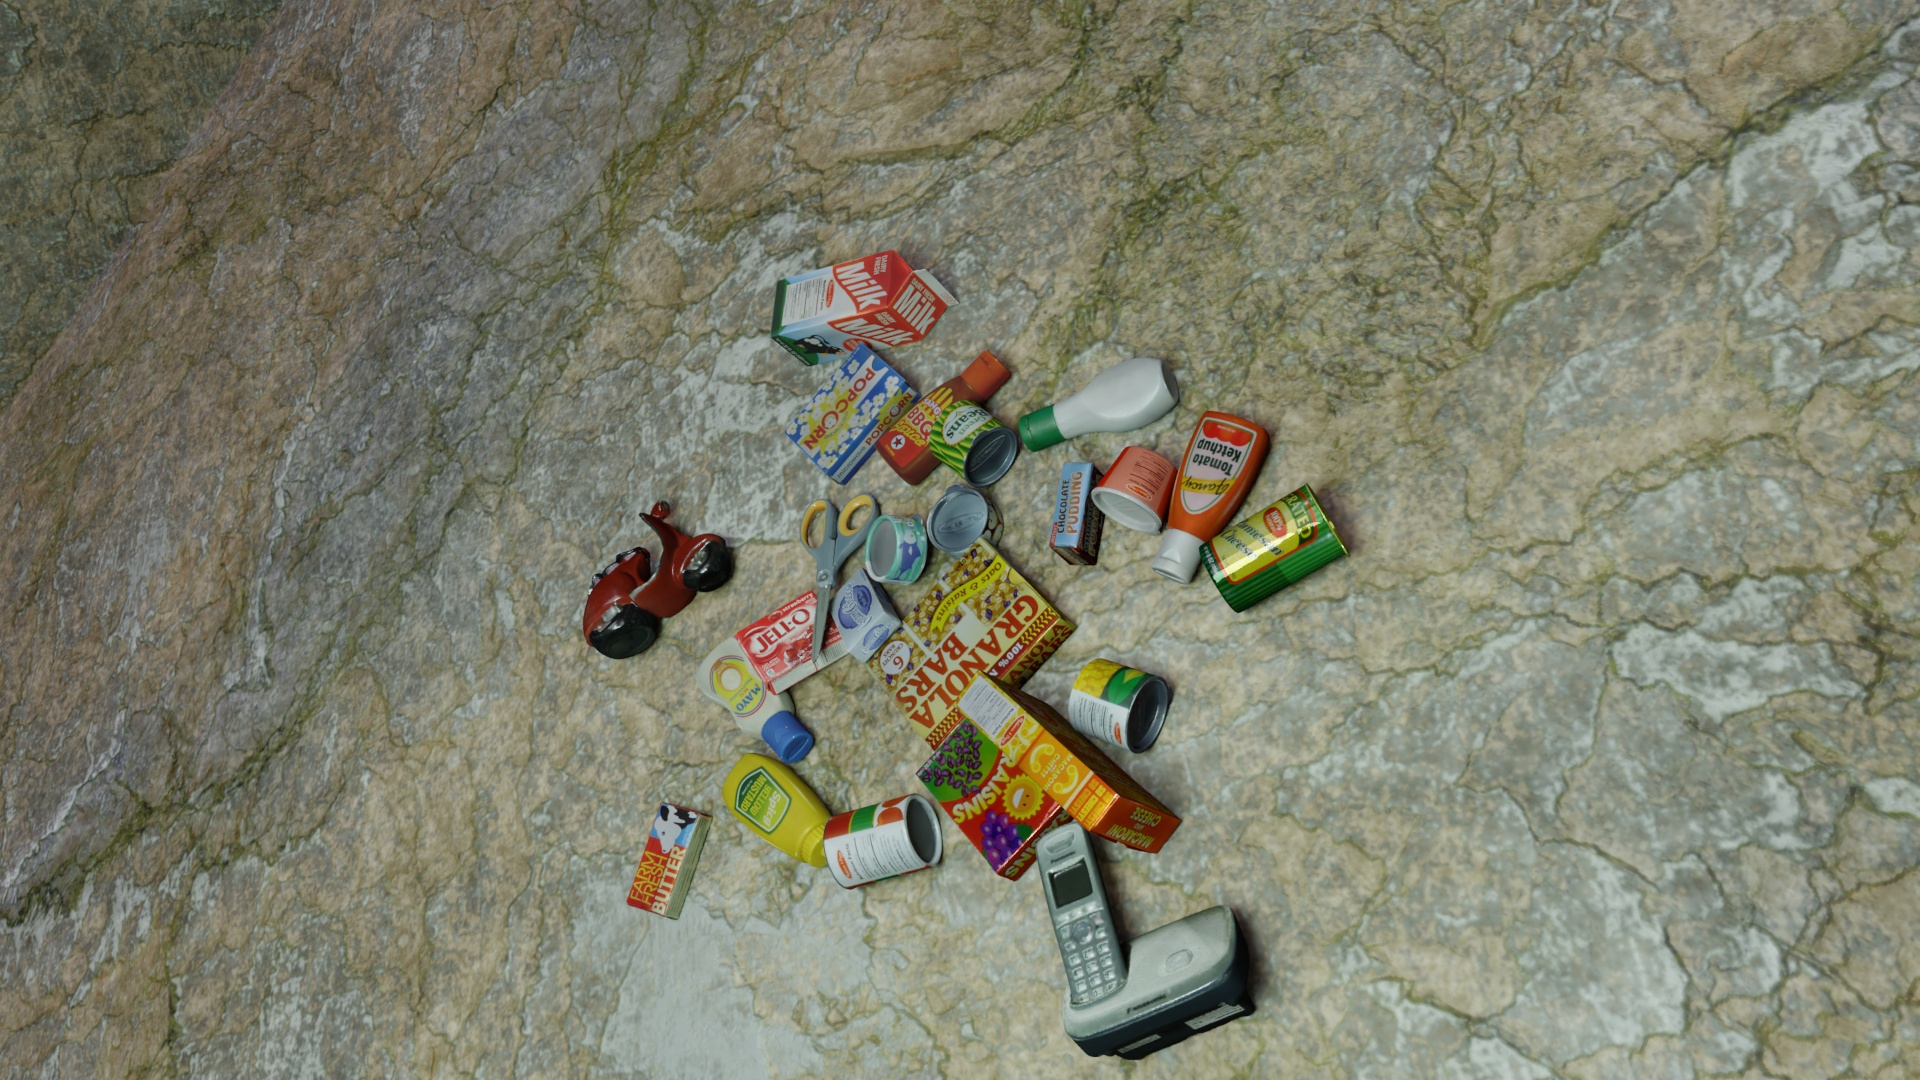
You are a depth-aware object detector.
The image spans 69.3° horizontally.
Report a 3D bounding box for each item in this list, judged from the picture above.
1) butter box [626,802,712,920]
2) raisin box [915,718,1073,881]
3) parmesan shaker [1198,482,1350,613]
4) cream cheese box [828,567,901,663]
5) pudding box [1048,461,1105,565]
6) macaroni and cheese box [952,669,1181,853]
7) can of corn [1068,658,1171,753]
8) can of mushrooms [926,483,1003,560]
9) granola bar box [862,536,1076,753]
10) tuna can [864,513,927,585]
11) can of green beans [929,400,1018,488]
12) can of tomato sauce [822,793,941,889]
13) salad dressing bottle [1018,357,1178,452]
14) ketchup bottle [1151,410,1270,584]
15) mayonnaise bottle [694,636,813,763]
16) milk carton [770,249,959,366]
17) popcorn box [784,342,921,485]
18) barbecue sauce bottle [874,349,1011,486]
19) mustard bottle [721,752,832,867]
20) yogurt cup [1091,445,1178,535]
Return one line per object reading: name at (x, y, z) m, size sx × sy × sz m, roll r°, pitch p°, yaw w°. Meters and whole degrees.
butter box at (-0.282, 0.309, 1.344) m, size 0.053 × 0.024 × 0.104 m, roll 8°, pitch 72°, yaw 33°
raisin box at (0.031, 0.215, 1.188) m, size 0.086 × 0.040 × 0.124 m, roll -47°, pitch 54°, yaw 4°
parmesan shaker at (0.255, 0.009, 1.133) m, size 0.103 × 0.071 × 0.071 m, roll -32°, pitch 56°, yaw 15°
cream cheese box at (-0.092, 0.070, 1.317) m, size 0.053 × 0.024 × 0.104 m, roll -48°, pitch 28°, yaw 6°
pudding box at (0.107, -0.024, 1.249) m, size 0.030 × 0.049 × 0.084 m, roll 1°, pitch 69°, yaw 30°
macaroni and cheese box at (0.085, 0.180, 1.121) m, size 0.167 × 0.123 × 0.040 m, roll 40°, pitch 95°, yaw 37°
can of corn at (0.132, 0.135, 1.152) m, size 0.058 × 0.071 × 0.071 m, roll 16°, pitch 77°, yaw 36°
can of mushrooms at (0.005, -0.017, 1.317) m, size 0.071 × 0.033 × 0.071 m, roll -13°, pitch 63°, yaw 27°
granola bar box at (0.006, 0.096, 1.260) m, size 0.165 × 0.039 × 0.124 m, roll -48°, pitch 53°, yaw 4°
tuna can at (-0.062, 0.007, 1.329) m, size 0.071 × 0.033 × 0.071 m, roll -17°, pitch 69°, yaw 55°
can of green beans at (0.012, -0.093, 1.327) m, size 0.071 × 0.071 × 0.058 m, roll -51°, pitch 52°, yaw 2°
can of tomato sauce at (-0.067, 0.261, 1.213) m, size 0.083 × 0.071 × 0.071 m, roll -20°, pitch 60°, yaw 22°
salad dressing bottle at (0.126, -0.123, 1.288) m, size 0.147 × 0.044 × 0.064 m, roll -19°, pitch 62°, yaw 24°
ketchup bottle at (0.210, -0.035, 1.196) m, size 0.065 × 0.043 × 0.149 m, roll 21°, pitch 81°, yaw 27°
mayonnaise bottle at (-0.198, 0.158, 1.352) m, size 0.065 × 0.041 × 0.148 m, roll -47°, pitch 52°, yaw -4°
milk carton at (-0.101, -0.247, 1.464) m, size 0.190 × 0.072 × 0.074 m, roll -9°, pitch 64°, yaw 29°
popcorn box at (-0.112, -0.131, 1.437) m, size 0.126 × 0.038 × 0.085 m, roll -49°, pitch 52°, yaw 3°
barbecue sauce bottle at (-0.014, -0.125, 1.372) m, size 0.148 × 0.043 × 0.065 m, roll -44°, pitch 52°, yaw 6°
mustard bottle at (-0.153, 0.256, 1.276) m, size 0.160 × 0.048 × 0.065 m, roll 30°, pitch 89°, yaw 37°
yogurt cup at (0.156, -0.047, 1.222) m, size 0.072 × 0.072 × 0.054 m, roll 18°, pitch 71°, yaw 36°
